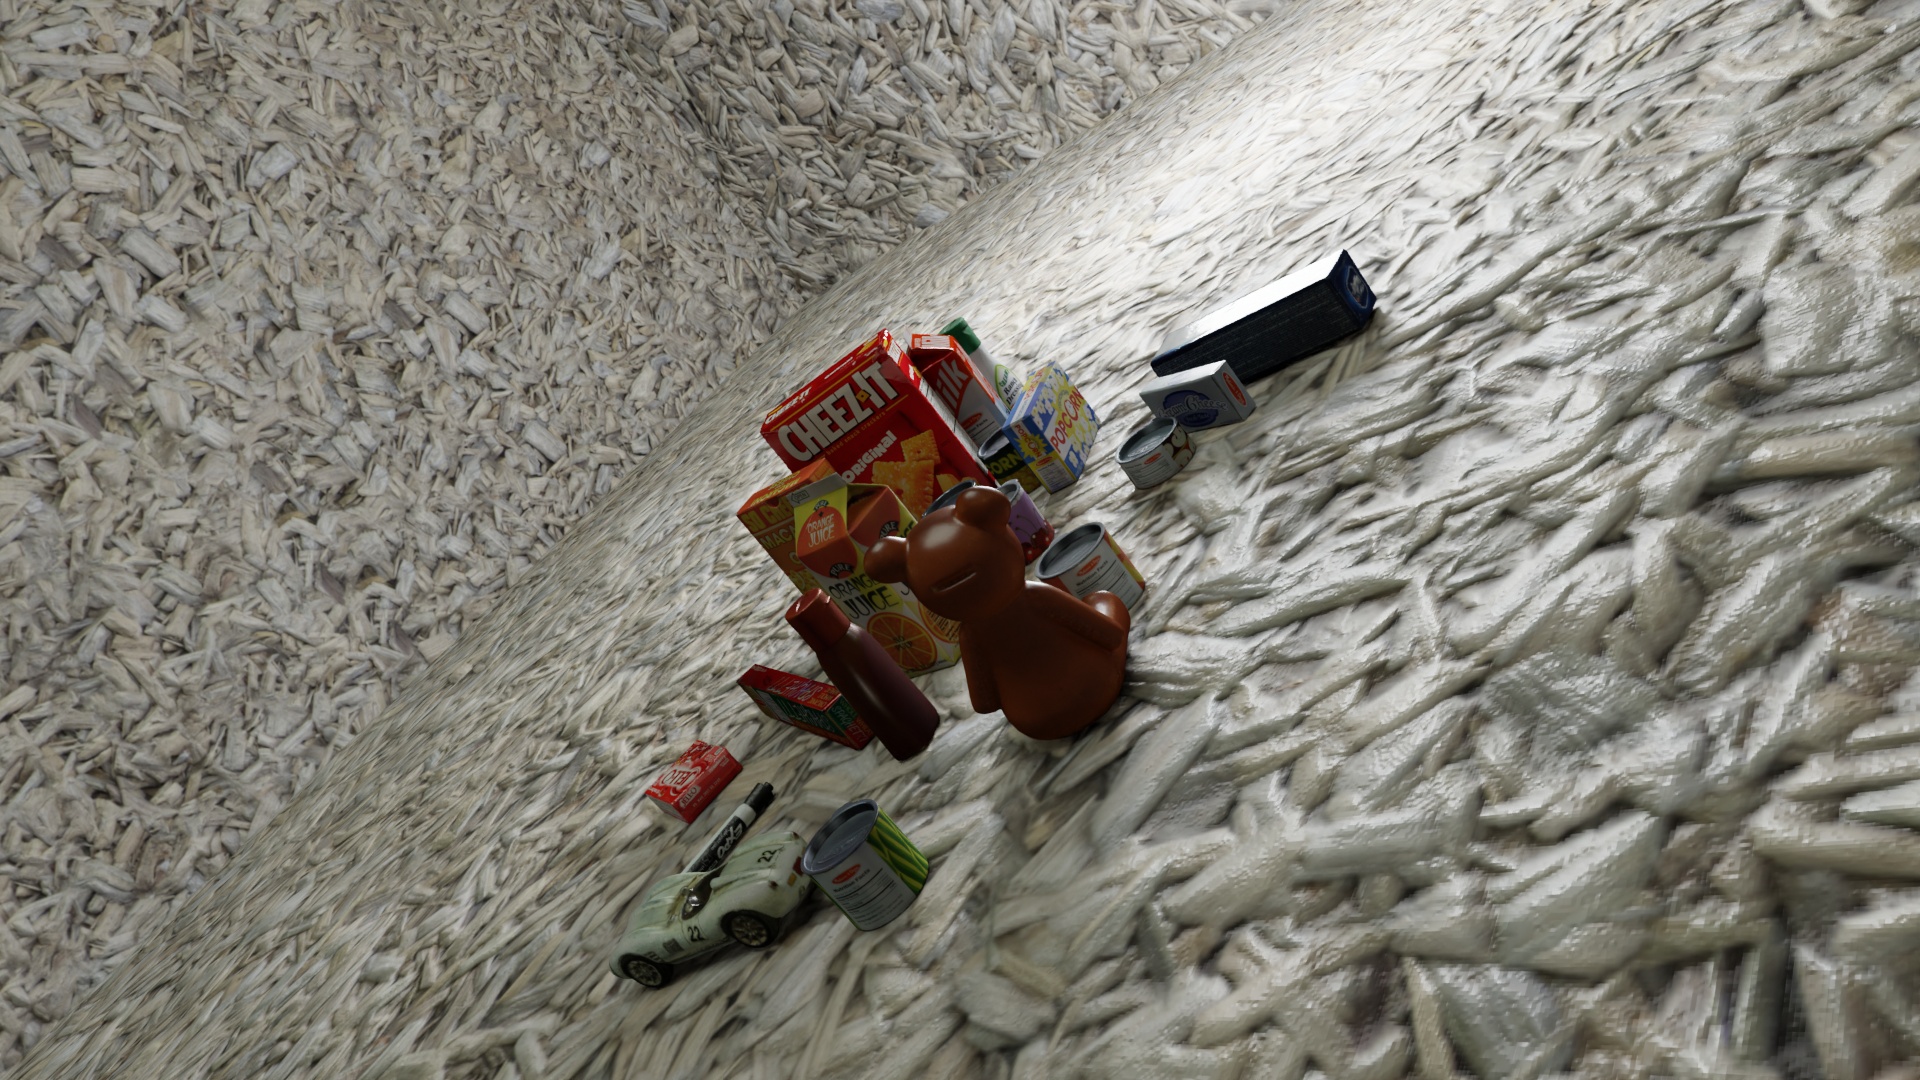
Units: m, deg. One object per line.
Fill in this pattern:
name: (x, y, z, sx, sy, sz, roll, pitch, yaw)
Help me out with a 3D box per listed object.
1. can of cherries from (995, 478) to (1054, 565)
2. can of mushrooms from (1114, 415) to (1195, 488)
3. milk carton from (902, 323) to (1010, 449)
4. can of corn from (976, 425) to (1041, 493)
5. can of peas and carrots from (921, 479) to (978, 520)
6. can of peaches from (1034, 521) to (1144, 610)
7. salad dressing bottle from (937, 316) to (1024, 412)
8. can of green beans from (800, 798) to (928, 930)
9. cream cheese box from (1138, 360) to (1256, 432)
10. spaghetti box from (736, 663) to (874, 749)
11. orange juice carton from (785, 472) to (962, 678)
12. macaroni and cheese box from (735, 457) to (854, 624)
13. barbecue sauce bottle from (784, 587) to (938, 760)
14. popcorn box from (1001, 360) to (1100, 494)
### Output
can of cherries: (0.047, -0.013, 1.287, 0.071, 0.058, 0.072, -35, 18, 13)
can of mushrooms: (0.174, -0.080, 1.240, 0.071, 0.033, 0.071, -35, 18, 13)
milk carton: (-0.004, -0.154, 1.515, 0.073, 0.190, 0.072, -36, 18, 11)
can of corn: (0.059, -0.084, 1.438, 0.071, 0.058, 0.071, -35, 18, 13)
can of peas and carrots: (0.005, -0.017, 1.378, 0.071, 0.058, 0.071, -35, 18, 13)
can of peaches: (0.100, 0.027, 1.080, 0.071, 0.058, 0.071, -35, 18, 13)
salad dressing bottle: (0.031, -0.190, 1.606, 0.044, 0.147, 0.064, -23, 23, 41)
can of green beans: (-0.064, 0.218, 0.934, 0.071, 0.057, 0.071, -35, 18, 13)
cream cheese box: (0.212, -0.126, 1.249, 0.024, 0.053, 0.103, -47, 19, -25)
spaghetti box: (-0.145, 0.150, 1.274, 0.029, 0.050, 0.250, -45, 19, -19)
orange juice carton: (-0.070, 0.023, 1.204, 0.071, 0.192, 0.073, -22, 24, 43)
macaroni and cheese box: (-0.132, 0.008, 1.407, 0.123, 0.166, 0.040, -23, 23, 42)
barbecue sauce bottle: (-0.078, 0.103, 1.097, 0.043, 0.148, 0.065, -33, 18, 20)
popcorn box: (0.093, -0.116, 1.404, 0.038, 0.085, 0.127, -28, 20, 31)
